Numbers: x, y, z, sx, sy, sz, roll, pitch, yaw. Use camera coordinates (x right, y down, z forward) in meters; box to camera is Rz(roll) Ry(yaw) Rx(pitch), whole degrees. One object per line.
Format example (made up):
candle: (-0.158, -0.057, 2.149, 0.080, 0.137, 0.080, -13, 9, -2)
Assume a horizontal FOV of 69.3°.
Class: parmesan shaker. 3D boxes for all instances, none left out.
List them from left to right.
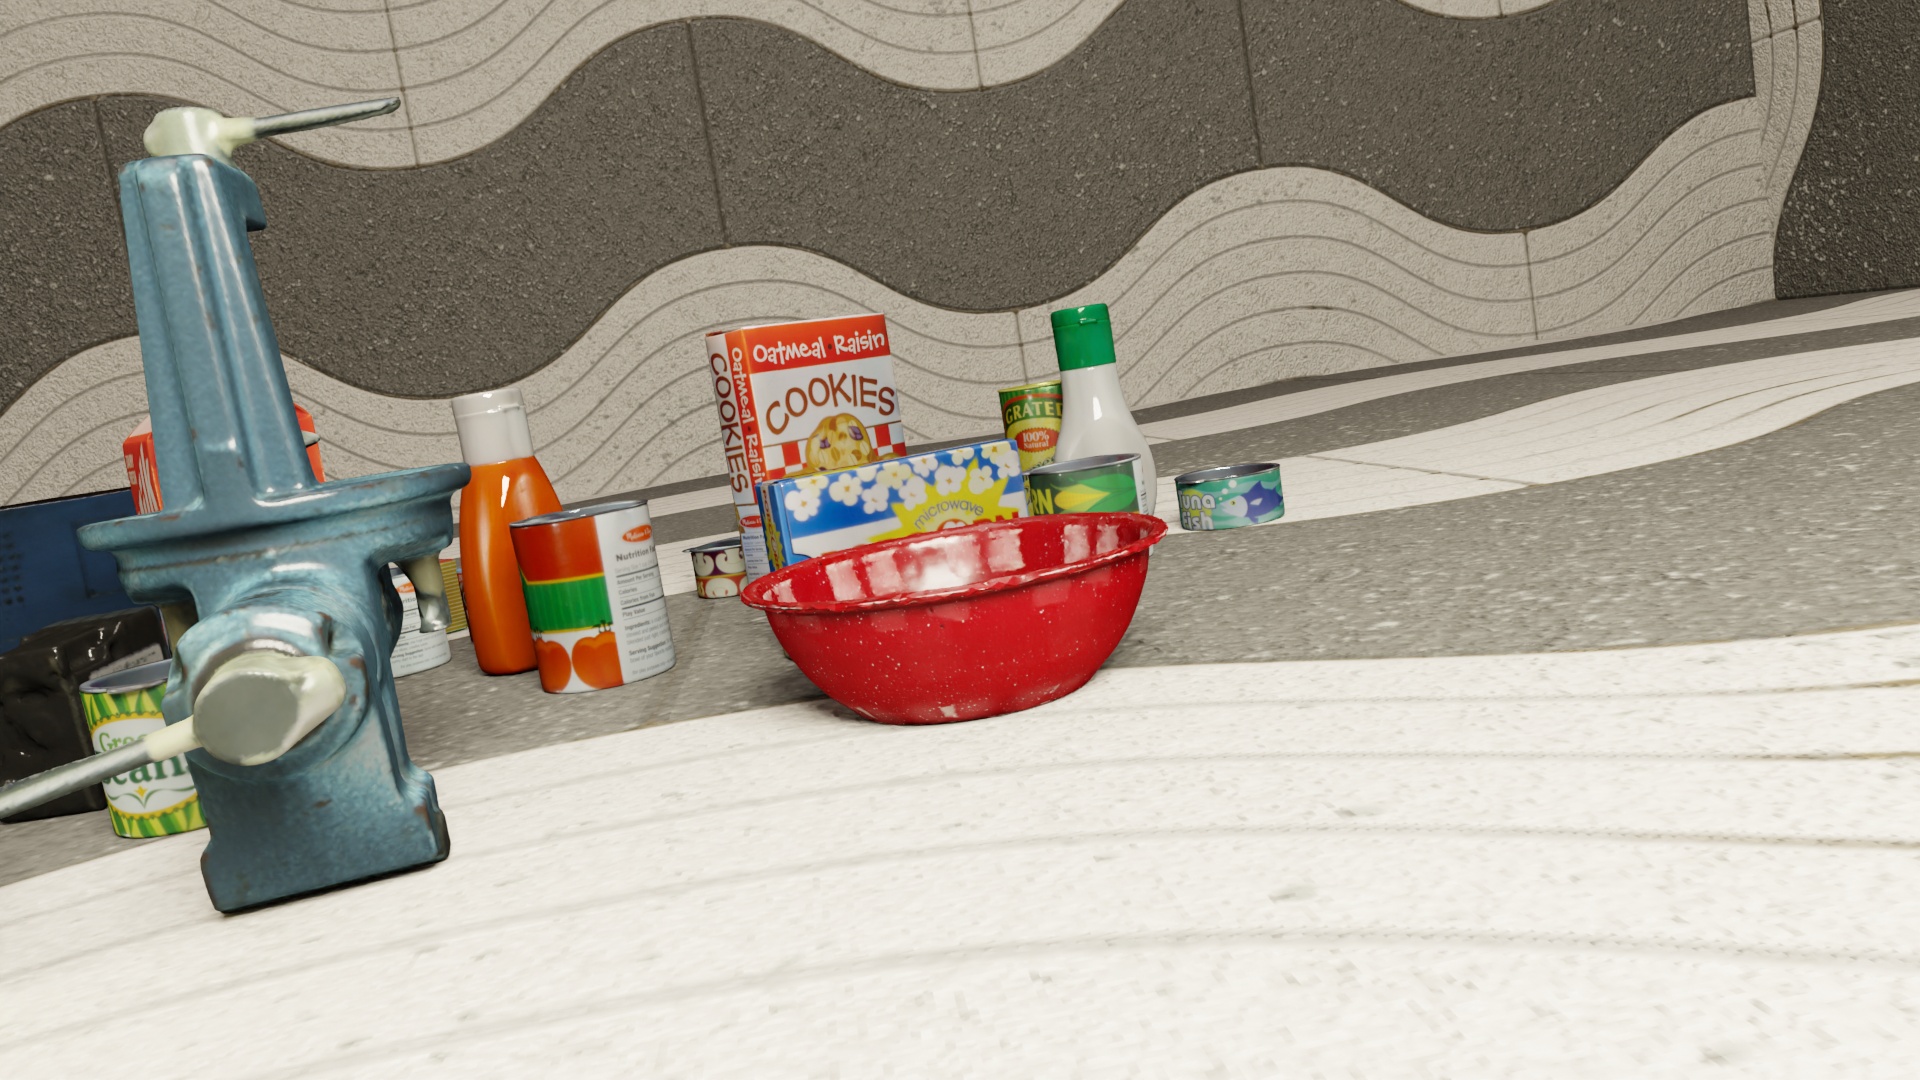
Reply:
parmesan shaker: (0.068, -0.058, 0.957, 0.071, 0.103, 0.071, -9, 7, 1)

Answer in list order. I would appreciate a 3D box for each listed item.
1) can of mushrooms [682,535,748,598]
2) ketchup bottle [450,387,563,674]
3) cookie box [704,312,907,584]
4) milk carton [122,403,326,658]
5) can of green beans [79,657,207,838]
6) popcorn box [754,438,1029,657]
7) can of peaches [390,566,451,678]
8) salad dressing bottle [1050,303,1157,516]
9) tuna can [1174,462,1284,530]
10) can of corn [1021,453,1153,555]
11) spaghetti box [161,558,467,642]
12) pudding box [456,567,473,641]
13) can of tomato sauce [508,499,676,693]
can of mushrooms: (-0.146, 0.016, 0.920, 0.071, 0.033, 0.071, -9, 7, 1)
ketchup bottle: (-0.240, -0.006, 0.746, 0.043, 0.148, 0.065, -4, 8, 36)
cookie box: (-0.090, -0.056, 0.877, 0.040, 0.167, 0.123, -3, 9, 41)
milk carton: (-0.347, -0.001, 0.669, 0.074, 0.190, 0.072, -14, 8, -38)
can of green beans: (-0.293, 0.075, 0.531, 0.071, 0.057, 0.071, -9, 7, 1)
popcorn box: (-0.028, 0.003, 0.662, 0.127, 0.085, 0.038, -12, 7, -26)
can of peaches: (-0.336, 0.048, 0.805, 0.071, 0.058, 0.071, -9, 7, 1)
salad dressing bottle: (0.086, -0.073, 0.872, 0.064, 0.147, 0.044, -10, 6, -8)
tuna can: (0.167, -0.027, 0.870, 0.071, 0.032, 0.071, -9, 7, 1)
can of corn: (0.072, -0.016, 0.796, 0.071, 0.058, 0.071, -9, 7, 1)
spaghetti box: (-0.422, 0.060, 0.852, 0.028, 0.050, 0.251, -4, 9, 39)
pudding box: (-0.273, 0.036, 0.852, 0.083, 0.049, 0.030, -2, 9, 44)
can of tomato sauce: (-0.180, 0.026, 0.677, 0.071, 0.083, 0.071, -9, 7, 1)
